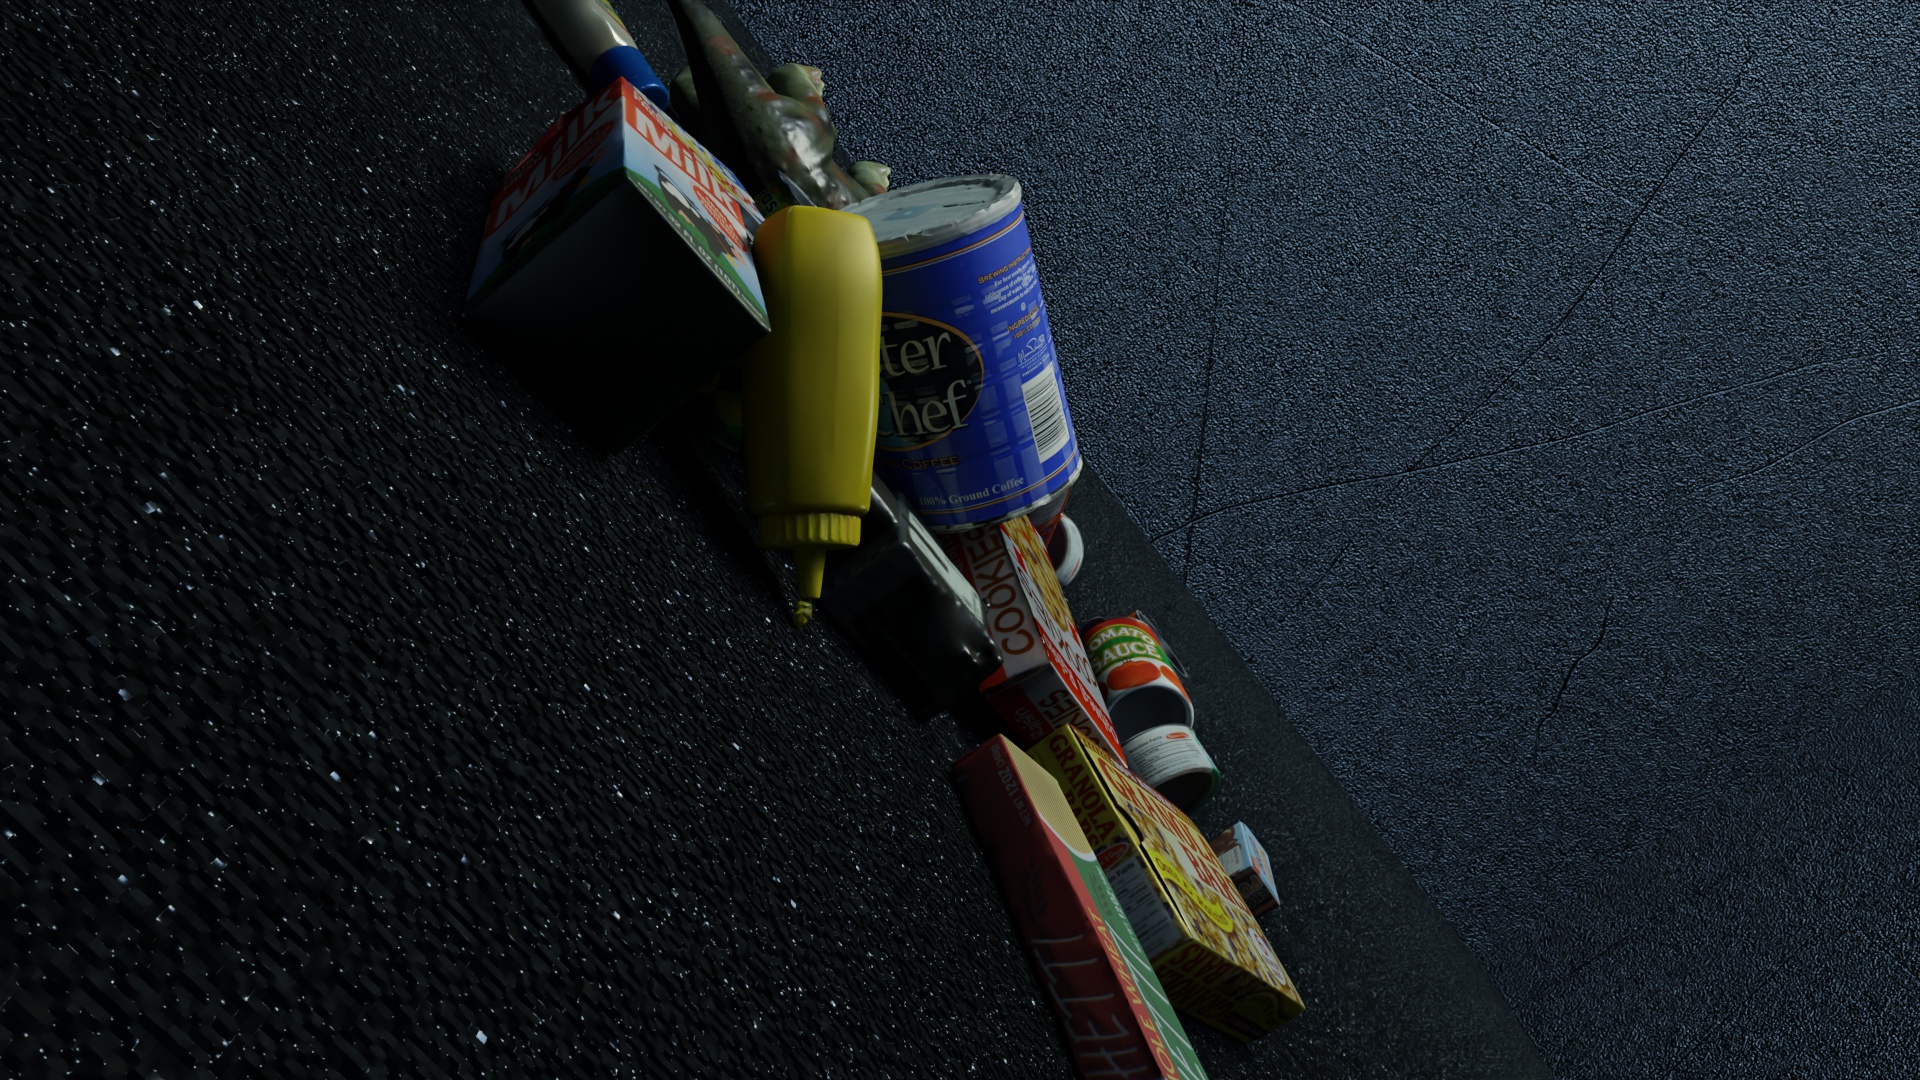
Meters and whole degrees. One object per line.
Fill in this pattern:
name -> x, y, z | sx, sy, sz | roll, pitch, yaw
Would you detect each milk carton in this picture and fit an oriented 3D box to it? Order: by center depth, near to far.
milk carton -> -0.131, -0.117, 0.533 | 0.072, 0.073, 0.191 | 47, 10, -30

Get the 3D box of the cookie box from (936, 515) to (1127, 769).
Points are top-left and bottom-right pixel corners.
cookie box -> 0.028, 0.037, 0.738 | 0.122, 0.040, 0.168 | 53, 14, -49

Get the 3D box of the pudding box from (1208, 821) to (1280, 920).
pudding box -> 0.160, 0.204, 0.830 | 0.030, 0.049, 0.084 | 54, 9, -1

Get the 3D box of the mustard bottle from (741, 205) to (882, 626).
mustard bottle -> -0.059, -0.046, 0.545 | 0.065, 0.049, 0.160 | 169, -78, -66

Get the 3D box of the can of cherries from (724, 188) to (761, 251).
can of cherries -> -0.119, -0.130, 0.690 | 0.071, 0.058, 0.071 | 52, 9, -11

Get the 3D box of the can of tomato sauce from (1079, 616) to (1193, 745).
can of tomato sauce -> 0.115, 0.099, 0.943 | 0.071, 0.071, 0.083 | 48, 11, -27

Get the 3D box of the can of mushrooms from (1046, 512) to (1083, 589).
can of mushrooms -> 0.050, 0.006, 0.991 | 0.071, 0.071, 0.033 | 56, 10, 19

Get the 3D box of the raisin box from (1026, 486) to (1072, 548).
raisin box -> 0.027, -0.035, 0.922 | 0.086, 0.040, 0.122 | 53, -23, 18

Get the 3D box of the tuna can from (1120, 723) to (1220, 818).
tuna can -> 0.113, 0.140, 0.798 | 0.071, 0.071, 0.033 | 42, 15, -50

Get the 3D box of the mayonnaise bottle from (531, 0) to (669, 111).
mayonnaise bottle -> -0.240, -0.332, 0.897 | 0.148, 0.041, 0.064 | 55, 7, 15

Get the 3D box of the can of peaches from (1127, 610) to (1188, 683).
can of peaches -> 0.133, 0.096, 1.077 | 0.071, 0.058, 0.071 | 50, 9, -11

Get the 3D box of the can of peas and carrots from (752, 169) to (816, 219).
can of peas and carrots -> -0.124, -0.210, 0.956 | 0.071, 0.058, 0.071 | 50, 9, -11

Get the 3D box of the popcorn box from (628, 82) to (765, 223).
popcorn box -> -0.161, -0.208, 0.836 | 0.085, 0.038, 0.126 | 55, 10, 20

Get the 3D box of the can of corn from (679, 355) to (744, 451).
can of corn -> -0.099, -0.083, 0.612 | 0.071, 0.058, 0.071 | 51, 9, -11

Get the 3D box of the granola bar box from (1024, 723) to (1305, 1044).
granola bar box -> 0.101, 0.173, 0.691 | 0.165, 0.039, 0.125 | 42, 14, -49

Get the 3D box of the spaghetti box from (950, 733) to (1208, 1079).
spaghetti box -> 0.058, 0.175, 0.505 | 0.050, 0.028, 0.251 | 43, 13, -42

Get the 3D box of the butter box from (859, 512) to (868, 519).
butter box -> -0.045, -0.021, 0.747 | 0.103, 0.024, 0.053 | 53, 10, 1
